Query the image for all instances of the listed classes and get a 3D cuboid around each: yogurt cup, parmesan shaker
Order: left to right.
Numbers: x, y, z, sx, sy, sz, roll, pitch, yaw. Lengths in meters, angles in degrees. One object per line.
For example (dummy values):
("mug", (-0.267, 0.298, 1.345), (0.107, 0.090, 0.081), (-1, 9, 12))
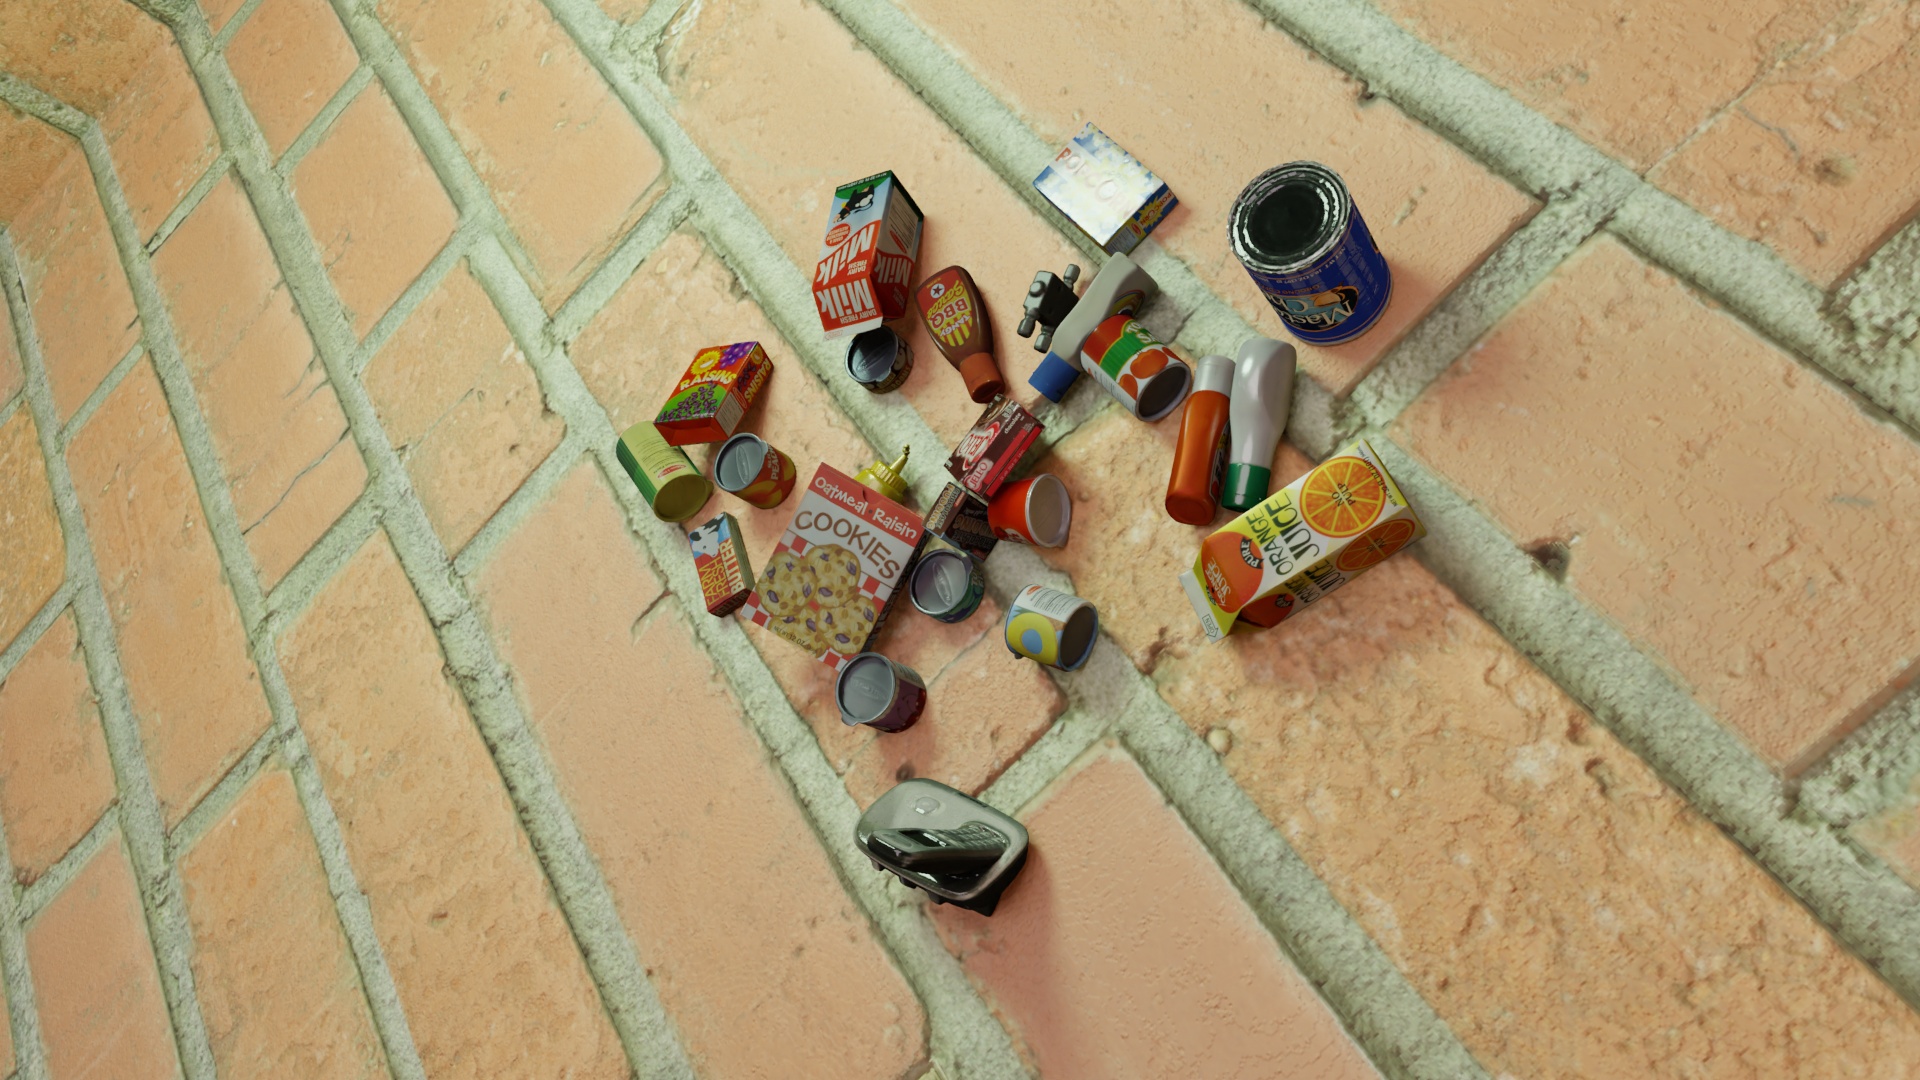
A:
("parmesan shaker", (-0.326, -0.078, 1.529), (0.071, 0.071, 0.103), (-47, 55, 8))
("yogurt cup", (0.062, -0.027, 1.278), (0.054, 0.072, 0.072), (-1, 72, 39))

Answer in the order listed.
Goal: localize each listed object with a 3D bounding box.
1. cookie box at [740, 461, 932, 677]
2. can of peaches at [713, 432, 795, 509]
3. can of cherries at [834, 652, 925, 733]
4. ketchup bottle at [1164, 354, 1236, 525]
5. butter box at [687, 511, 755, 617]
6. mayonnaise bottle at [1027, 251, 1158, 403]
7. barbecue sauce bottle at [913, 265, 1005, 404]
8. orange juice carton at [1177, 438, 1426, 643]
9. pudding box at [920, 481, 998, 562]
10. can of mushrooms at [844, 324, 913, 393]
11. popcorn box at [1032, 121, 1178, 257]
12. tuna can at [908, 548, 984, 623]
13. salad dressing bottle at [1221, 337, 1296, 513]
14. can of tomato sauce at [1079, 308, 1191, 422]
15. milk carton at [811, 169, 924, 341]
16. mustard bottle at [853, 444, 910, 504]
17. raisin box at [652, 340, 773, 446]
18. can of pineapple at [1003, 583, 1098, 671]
("cookie box", (-0.117, 0.028, 1.330), (0.123, 0.040, 0.167), (29, 92, 10))
("can of peaches", (-0.214, -0.073, 1.463), (0.071, 0.058, 0.071), (-11, 66, 27))
("can of cherries", (-0.076, 0.145, 1.297), (0.071, 0.058, 0.072), (-10, 68, 27))
("ketchup bottle", (0.213, -0.091, 1.215), (0.043, 0.064, 0.149), (8, 67, 15))
("butter box", (-0.252, 0.025, 1.468), (0.053, 0.024, 0.104), (-31, 59, 17))
("mayonnaise bottle", (0.122, -0.197, 1.309), (0.041, 0.065, 0.148), (43, 100, 31))
("barbecue sauce bottle", (0.004, -0.204, 1.391), (0.064, 0.043, 0.149), (-31, 59, 17))
("orange juice carton", (0.271, 0.007, 1.133), (0.192, 0.073, 0.072), (-34, 58, 16))
("pudding box", (0.005, -0.016, 1.294), (0.030, 0.083, 0.049), (33, 91, 35))
("can of mushrooms", (-0.084, -0.186, 1.443), (0.071, 0.033, 0.071), (-11, 66, 27))
("popcorn box", (0.140, -0.343, 1.366), (0.085, 0.038, 0.127), (-45, 56, 8))
("tuna can", (-0.011, 0.042, 1.313), (0.071, 0.033, 0.071), (-11, 67, 27))
("salad dressing bottle", (0.254, -0.098, 1.193), (0.044, 0.064, 0.147), (6, 82, 41))
("can of tomato sauce", (0.161, -0.159, 1.266), (0.071, 0.071, 0.083), (-47, 56, 8))
("milk carton", (-0.098, -0.286, 1.440), (0.072, 0.073, 0.191), (-11, 53, 27))
("mustard bottle", (-0.096, -0.029, 1.381), (0.065, 0.049, 0.160), (40, 94, 26))
("raisin box", (-0.269, -0.161, 1.513), (0.086, 0.040, 0.124), (-3, 46, 31))
("can of pineapple", (0.081, 0.079, 1.225), (0.058, 0.071, 0.071), (18, 82, 34))
